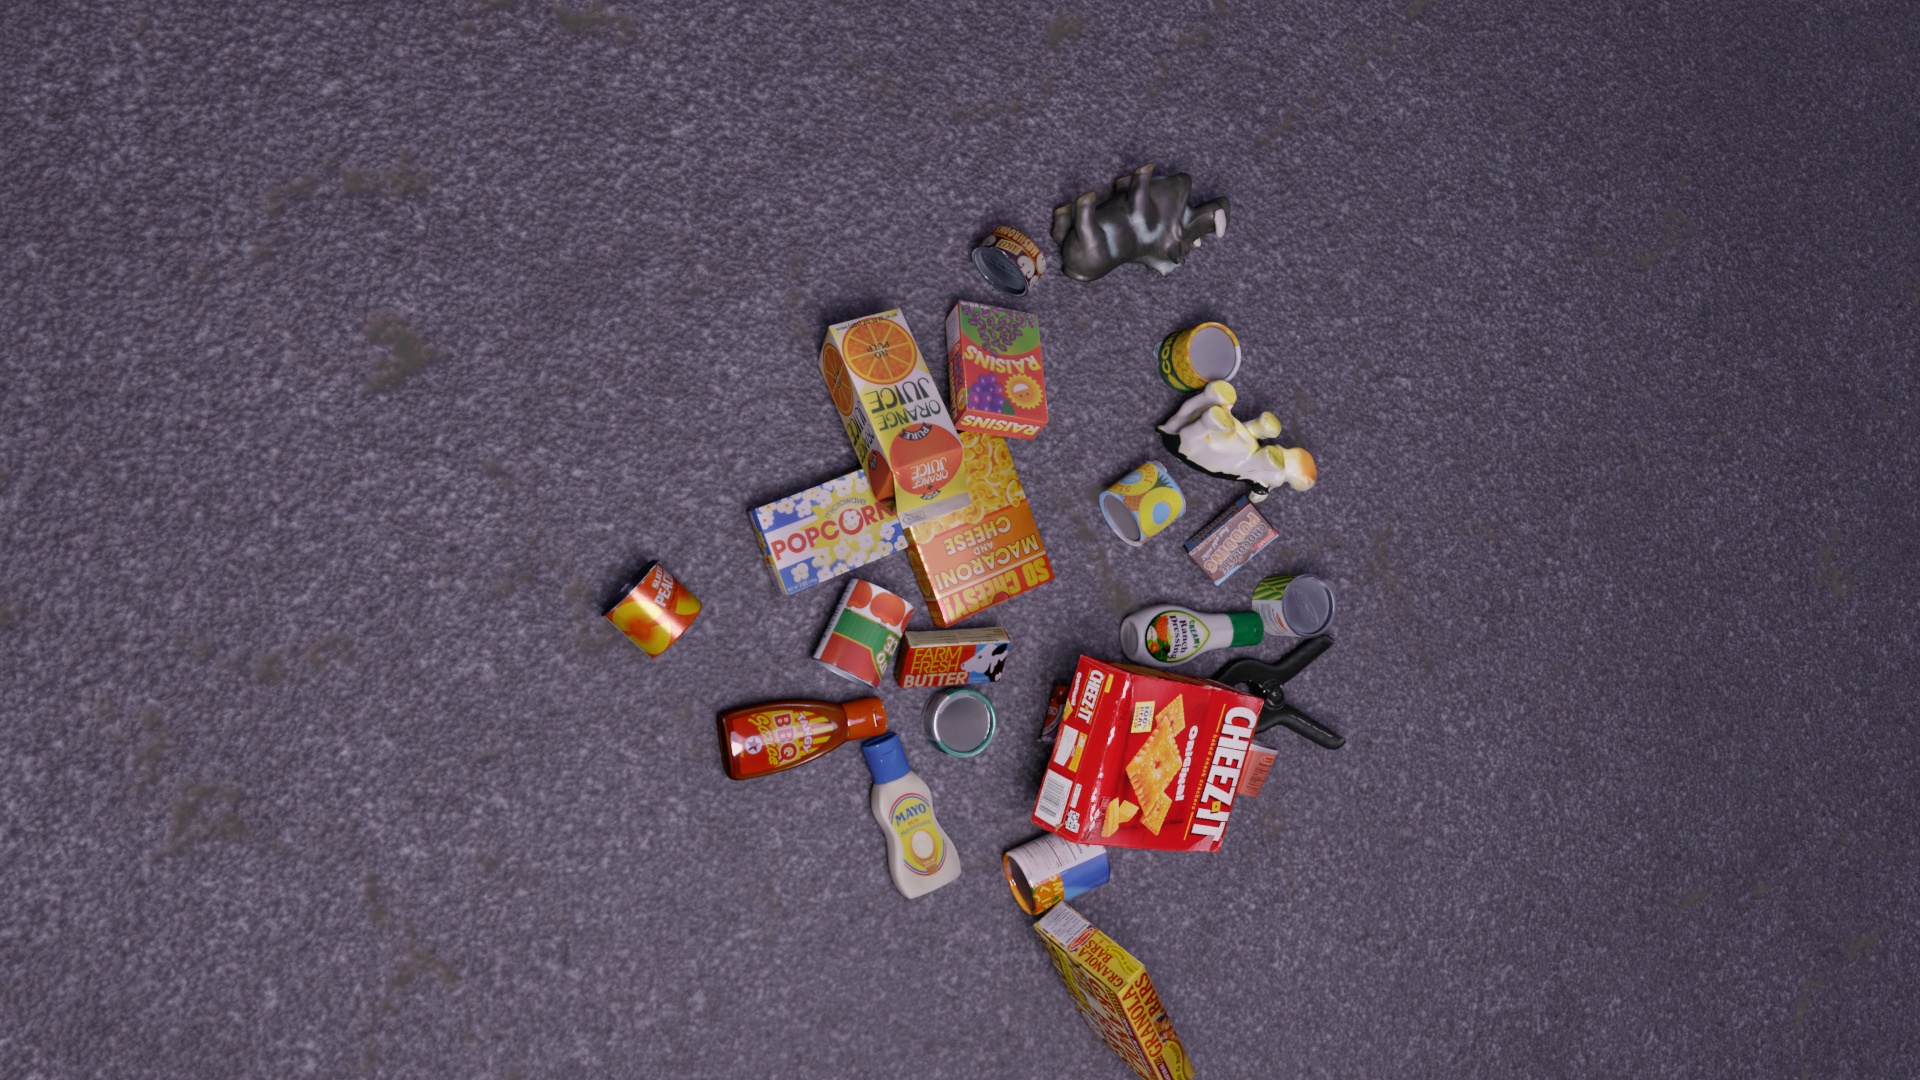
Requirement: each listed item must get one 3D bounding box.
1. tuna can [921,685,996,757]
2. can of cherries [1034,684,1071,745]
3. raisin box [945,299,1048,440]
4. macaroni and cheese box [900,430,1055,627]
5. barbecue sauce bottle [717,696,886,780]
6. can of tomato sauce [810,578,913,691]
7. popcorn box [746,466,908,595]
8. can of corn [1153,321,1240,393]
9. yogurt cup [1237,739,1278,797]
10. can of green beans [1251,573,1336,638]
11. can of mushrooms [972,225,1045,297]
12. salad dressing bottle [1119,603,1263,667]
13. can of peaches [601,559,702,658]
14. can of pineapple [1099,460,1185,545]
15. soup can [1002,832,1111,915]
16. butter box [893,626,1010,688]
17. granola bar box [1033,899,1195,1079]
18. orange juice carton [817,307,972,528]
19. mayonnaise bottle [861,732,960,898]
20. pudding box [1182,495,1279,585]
[{"bbox_3d":[0.001,0.173,1.321,0.071,0.033,0.071,1,88,-21],"label":"tuna can"},{"bbox_3d":[0.113,0.175,1.347,0.071,0.071,0.058,17,82,-20],"label":"can of cherries"},{"bbox_3d":[0.033,-0.161,1.319,0.086,0.040,0.124,7,61,-22],"label":"raisin box"},{"bbox_3d":[0.005,-0.017,1.325,0.124,0.040,0.166,-23,96,-20],"label":"macaroni and cheese box"},{"bbox_3d":[-0.142,0.172,1.259,0.149,0.043,0.065,-9,91,-22],"label":"barbecue sauce bottle"},{"bbox_3d":[-0.087,0.086,1.271,0.071,0.071,0.083,29,78,-18],"label":"can of tomato sauce"},{"bbox_3d":[-0.122,-0.011,1.276,0.127,0.038,0.085,-22,95,-21],"label":"popcorn box"},{"bbox_3d":[0.241,-0.187,1.414,0.071,0.058,0.071,1,88,-22],"label":"can of corn"},{"bbox_3d":[0.284,0.227,1.415,0.072,0.072,0.054,17,90,-20],"label":"yogurt cup"},{"bbox_3d":[0.347,0.068,1.447,0.071,0.058,0.071,1,88,-21],"label":"can of green beans"},{"bbox_3d":[0.047,-0.270,1.335,0.071,0.071,0.033,43,73,-15],"label":"can of mushrooms"},{"bbox_3d":[0.236,0.094,1.410,0.148,0.044,0.064,-3,91,-22],"label":"salad dressing bottle"},{"bbox_3d":[-0.265,0.058,1.201,0.058,0.071,0.071,46,74,-15],"label":"can of peaches"},{"bbox_3d":[0.180,-0.038,1.380,0.058,0.071,0.071,-34,101,-19],"label":"can of pineapple"},{"bbox_3d":[0.092,0.316,1.335,0.084,0.071,0.071,-19,95,-20],"label":"soup can"},{"bbox_3d":[-0.008,0.110,1.311,0.104,0.024,0.052,-2,126,-22],"label":"butter box"},{"bbox_3d":[0.143,0.427,1.291,0.039,0.124,0.165,-37,123,-19],"label":"granola bar box"},{"bbox_3d":[-0.058,-0.106,1.254,0.072,0.072,0.193,-18,74,-21],"label":"orange juice carton"},{"bbox_3d":[-0.051,0.253,1.292,0.065,0.041,0.148,-22,97,-19],"label":"mayonnaise bottle"},{"bbox_3d":[0.276,0.000,1.420,0.083,0.030,0.049,-40,104,11],"label":"pudding box"}]
